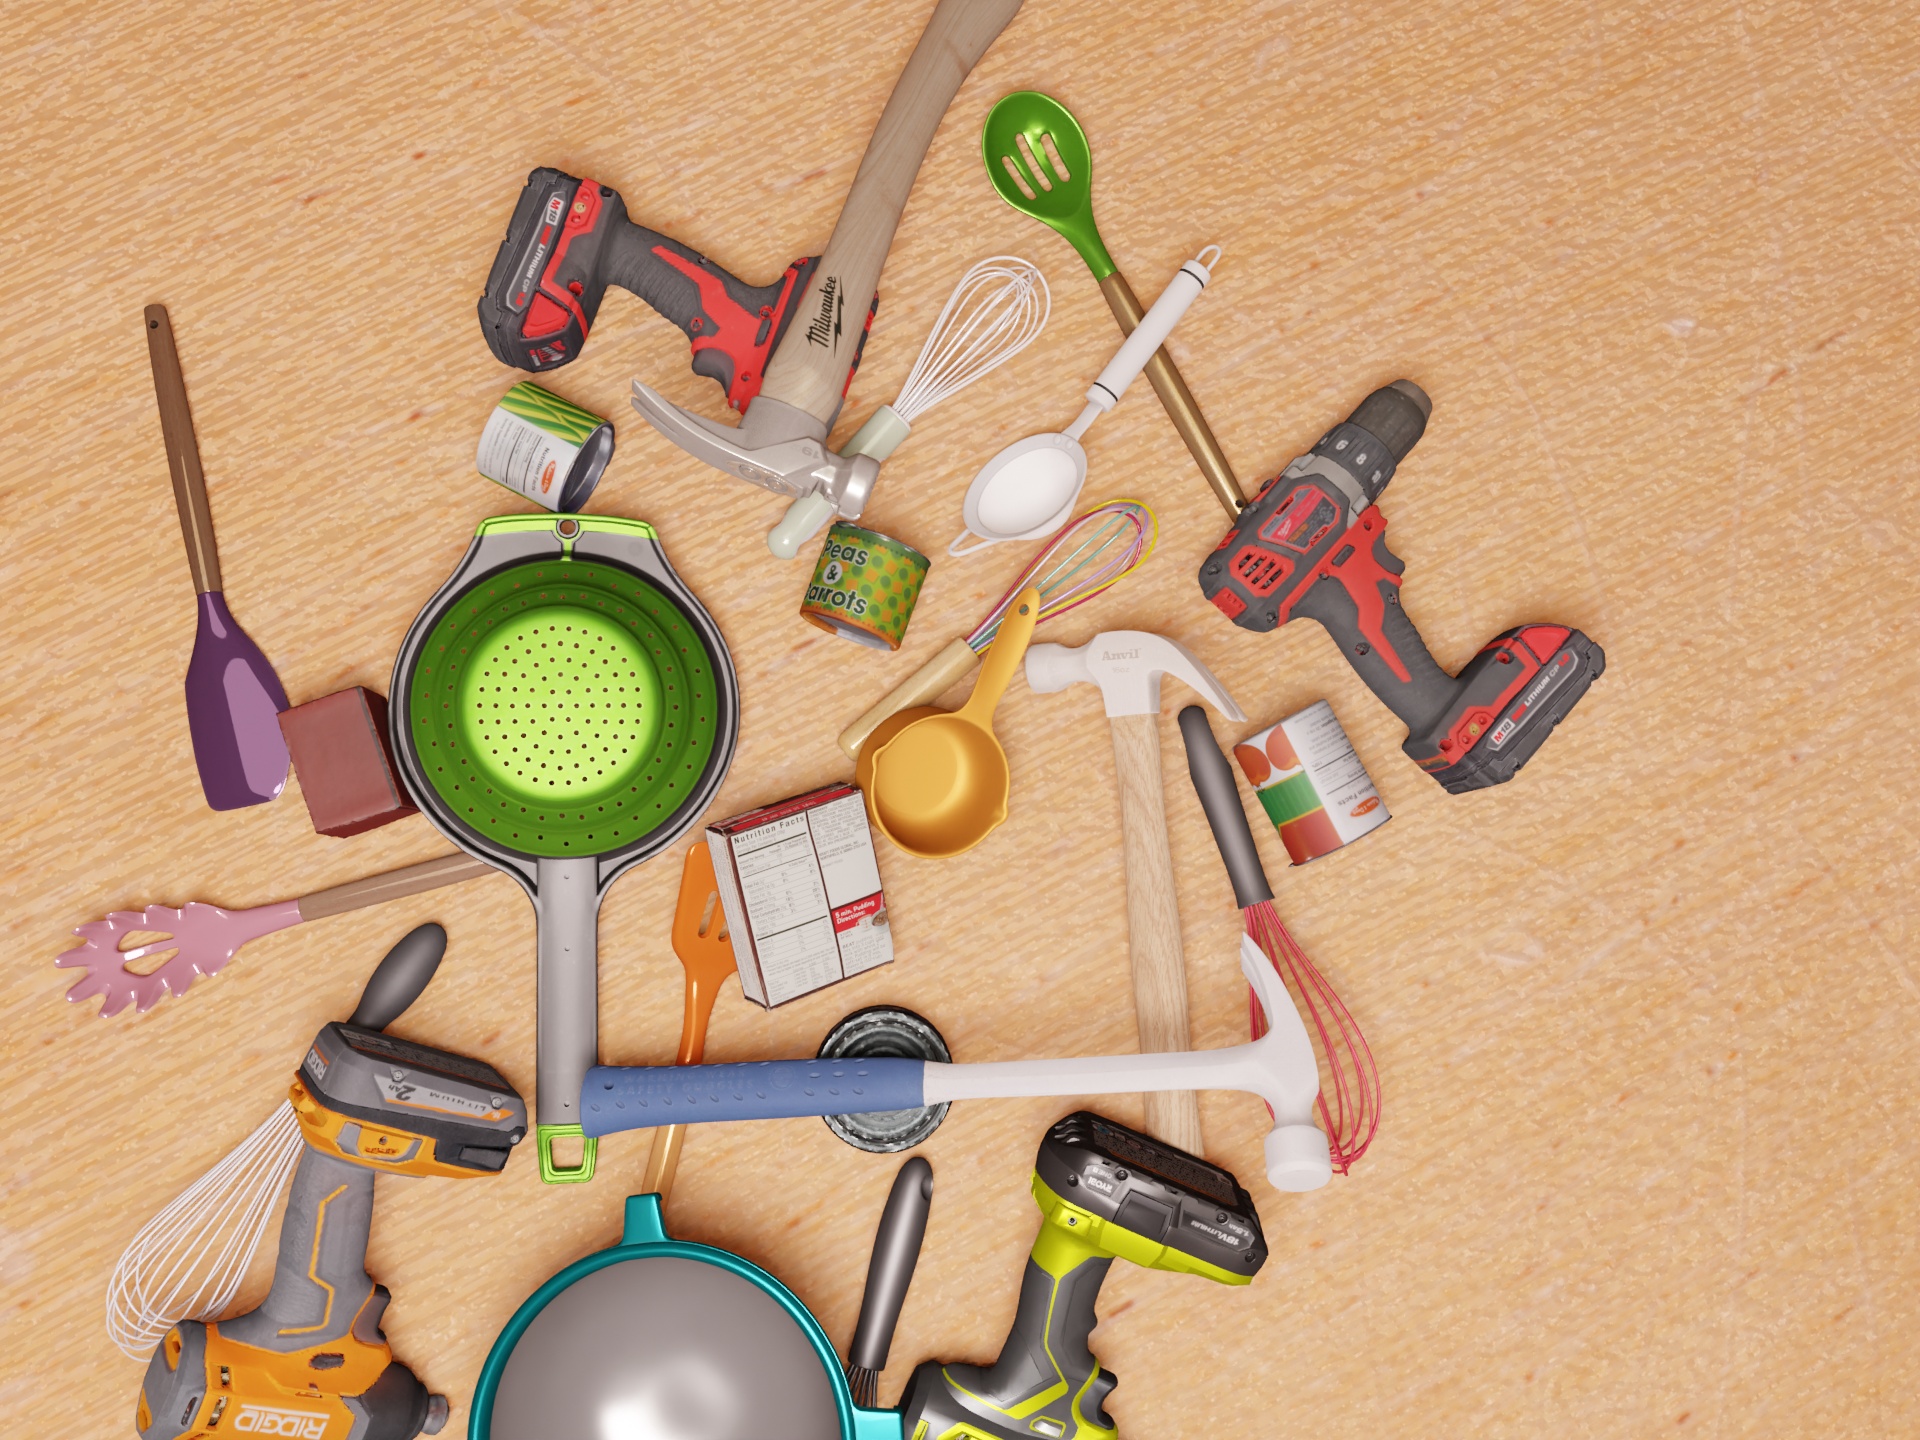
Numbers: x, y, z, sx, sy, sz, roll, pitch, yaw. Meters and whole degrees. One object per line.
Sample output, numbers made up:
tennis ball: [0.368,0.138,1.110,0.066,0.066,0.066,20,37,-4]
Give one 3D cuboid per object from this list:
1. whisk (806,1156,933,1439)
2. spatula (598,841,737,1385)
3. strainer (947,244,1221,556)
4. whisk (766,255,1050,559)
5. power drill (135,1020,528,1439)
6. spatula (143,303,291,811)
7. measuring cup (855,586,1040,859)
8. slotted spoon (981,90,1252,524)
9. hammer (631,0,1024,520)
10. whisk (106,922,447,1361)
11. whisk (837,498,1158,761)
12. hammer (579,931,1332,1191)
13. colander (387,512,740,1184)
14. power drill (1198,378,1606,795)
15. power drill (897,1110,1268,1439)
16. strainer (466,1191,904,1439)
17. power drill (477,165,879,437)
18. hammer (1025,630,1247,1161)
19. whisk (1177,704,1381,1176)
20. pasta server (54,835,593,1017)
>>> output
whisk: [-0.057,0.373,0.927,0.055,0.055,0.239,16,78,-2]
spatula: [-0.165,0.231,0.938,0.081,0.041,0.323,16,84,-27]
strainer: [0.085,-0.193,0.993,0.258,0.050,0.087,-53,44,-2]
whisk: [-0.034,-0.194,0.996,0.059,0.058,0.246,42,87,-6]
power drill: [-0.329,0.299,0.886,0.164,0.084,0.226,27,82,-34]
spatula: [-0.460,-0.102,0.970,0.060,0.018,0.316,-13,85,-6]
measuring cup: [-0.002,-0.003,0.957,0.095,0.052,0.173,26,88,-23]
slotted spoon: [0.106,-0.261,1.022,0.070,0.031,0.314,-29,88,-6]
hammer: [-0.057,-0.323,0.965,0.146,0.038,0.411,23,70,-7]
whisk: [-0.390,0.236,0.919,0.070,0.070,0.285,34,77,1]
whisk: [0.025,-0.056,0.985,0.245,0.051,0.047,-39,93,-4]
hammer: [-0.008,0.196,0.885,0.405,0.035,0.144,-4,50,5]
colander: [-0.226,0.074,0.908,0.204,0.094,0.397,0,89,-11]
power drill: [0.284,-0.085,0.987,0.227,0.080,0.188,42,82,3]
power drill: [0.085,0.361,0.909,0.190,0.080,0.228,23,95,0]
strainer: [-0.194,0.438,0.877,0.211,0.095,0.340,38,89,9]
power drill: [-0.172,-0.239,0.979,0.219,0.078,0.143,19,82,-4]
hammer: [0.118,0.110,0.958,0.130,0.031,0.331,-6,89,28]
whisk: [0.187,0.130,0.966,0.073,0.073,0.296,-16,79,-6]
pasta server: [-0.364,0.106,0.942,0.316,0.040,0.060,-15,97,-6]
